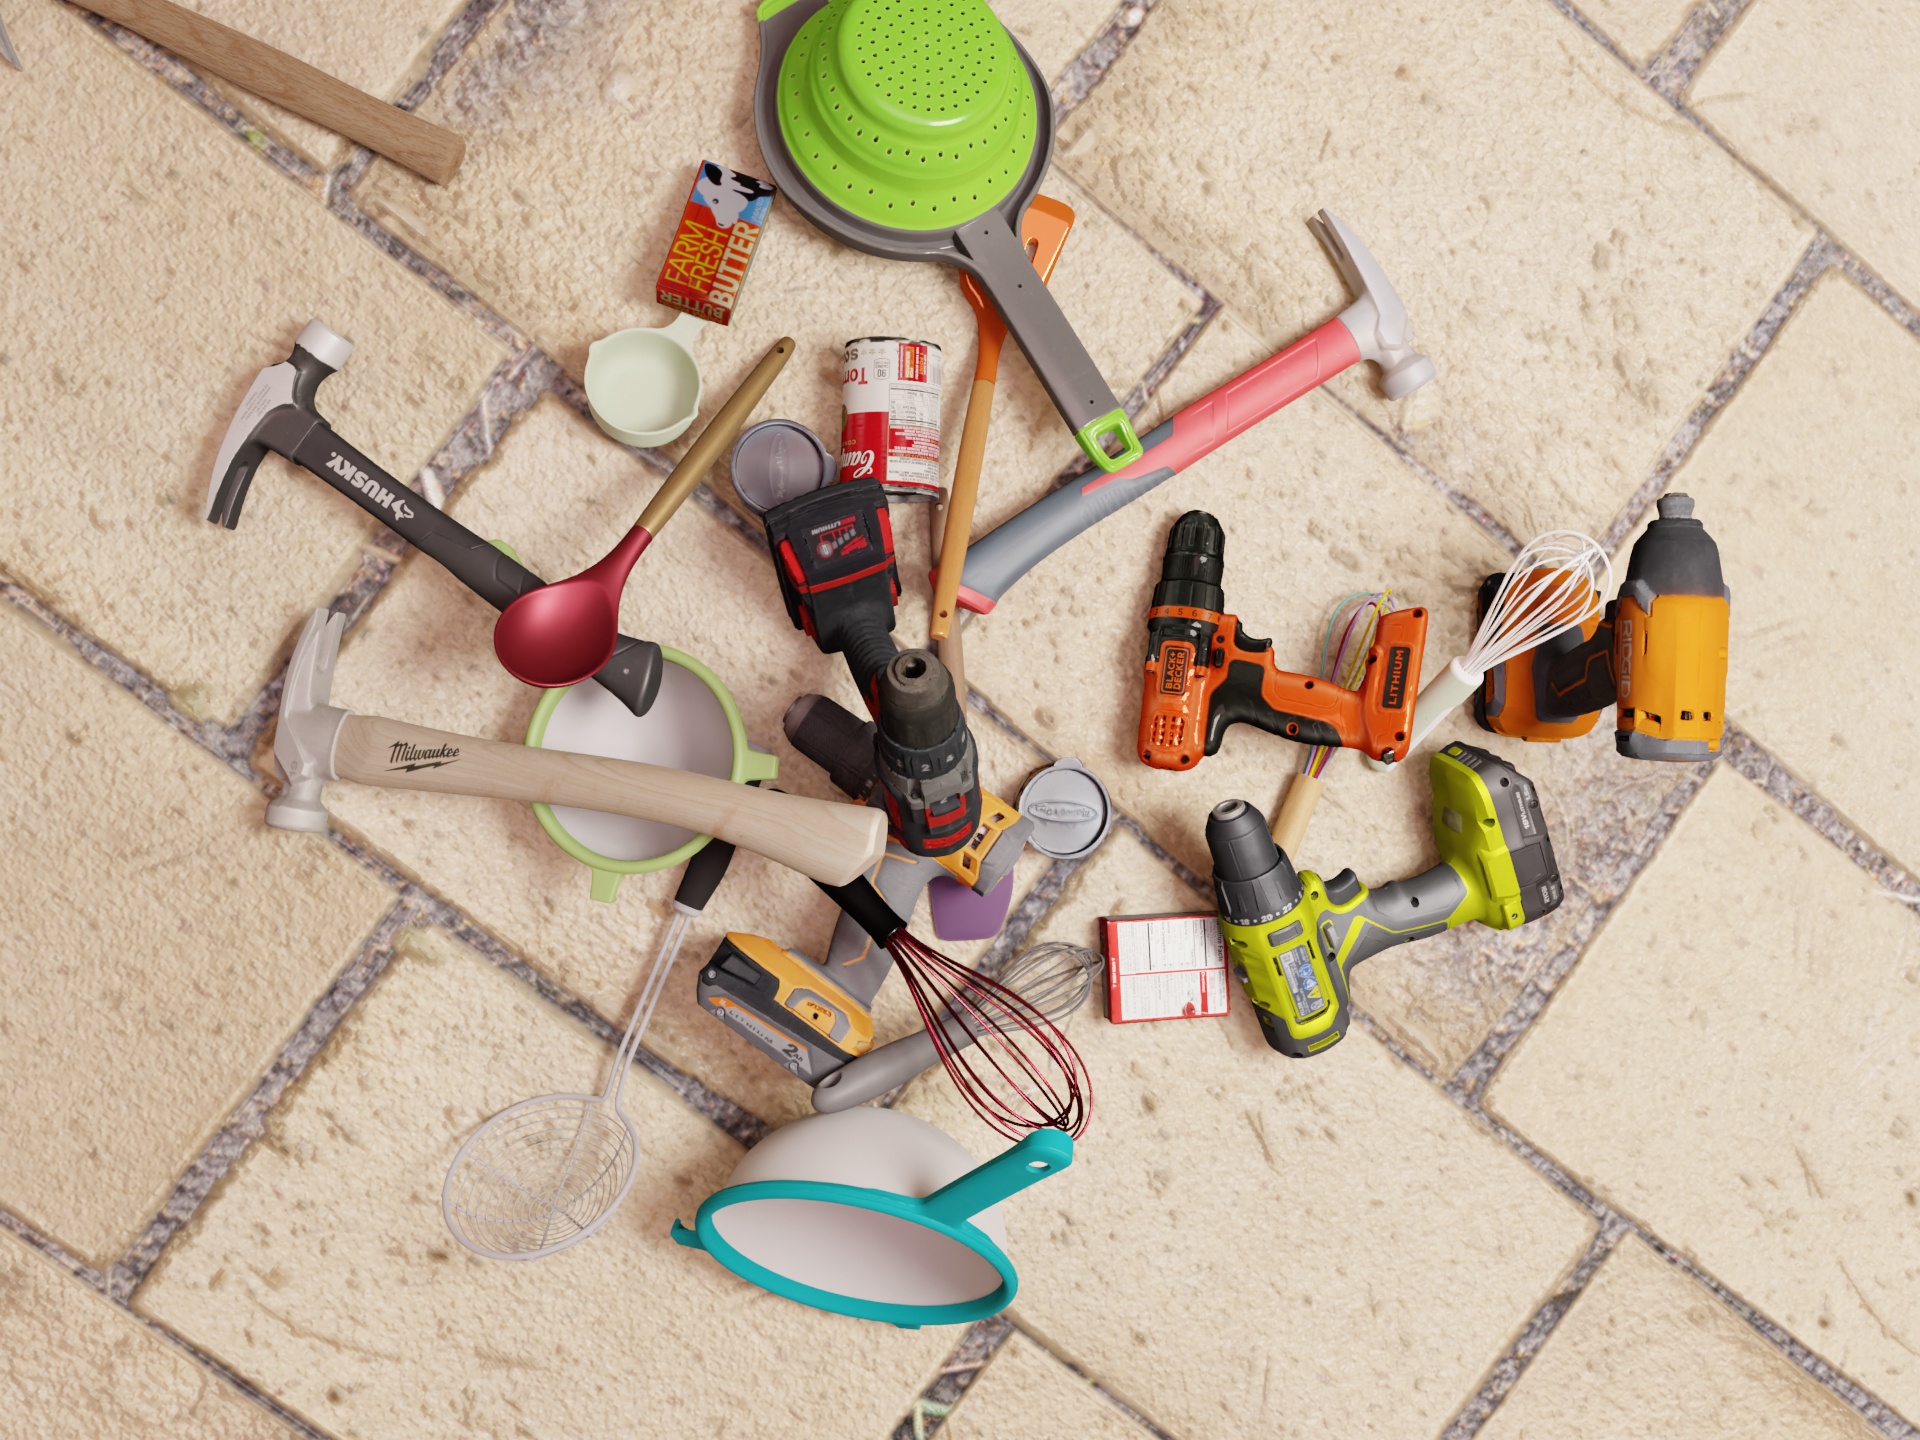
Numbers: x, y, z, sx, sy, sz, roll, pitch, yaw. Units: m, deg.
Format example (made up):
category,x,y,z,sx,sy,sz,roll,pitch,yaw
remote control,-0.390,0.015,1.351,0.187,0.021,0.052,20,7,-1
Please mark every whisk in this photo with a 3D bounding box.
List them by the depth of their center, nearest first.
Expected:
category,x,y,z,sx,sy,sz,roll,pitch,yaw
whisk,-0.029,0.149,0.993,0.073,0.073,0.296,-44,75,-4
whisk,0.001,0.202,1.055,0.239,0.055,0.055,-21,95,-33
whisk,0.343,-0.038,1.058,0.058,0.246,0.059,-31,72,-38
whisk,0.255,0.020,1.127,0.051,0.047,0.245,22,92,-8

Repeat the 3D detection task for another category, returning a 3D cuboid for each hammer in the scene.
category,x,y,z,sx,sy,sz,roll,pitch,yaw
hammer,-0.244,0.029,1.002,0.410,0.038,0.146,9,88,12
hammer,-0.330,-0.108,1.021,0.335,0.035,0.146,36,88,6
hammer,-0.483,-0.433,1.029,0.331,0.031,0.130,25,88,-7
hammer,0.138,-0.202,1.097,0.386,0.038,0.143,-32,93,-8

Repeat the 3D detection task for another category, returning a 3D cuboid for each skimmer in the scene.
category,x,y,z,sx,sy,sz,roll,pitch,yaw
skimmer,-0.221,0.176,1.048,0.127,0.090,0.363,20,85,32

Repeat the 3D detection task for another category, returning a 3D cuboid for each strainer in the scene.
category,x,y,z,sx,sy,sz,roll,pitch,yaw
strainer,-0.028,0.282,0.998,0.211,0.340,0.095,28,48,-18
strainer,-0.237,-0.014,1.063,0.151,0.069,0.256,-38,78,4

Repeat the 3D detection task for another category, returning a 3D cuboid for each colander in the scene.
category,x,y,z,sx,sy,sz,roll,pitch,yaw
colander,0.013,-0.343,1.032,0.204,0.094,0.397,-31,88,-14

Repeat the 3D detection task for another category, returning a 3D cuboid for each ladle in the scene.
category,x,y,z,sx,sy,sz,roll,pitch,yaw
ladle,-0.190,-0.140,1.018,0.069,0.031,0.315,32,63,-1

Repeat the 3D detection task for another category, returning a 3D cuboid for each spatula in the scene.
category,x,y,z,sx,sy,sz,roll,pitch,yaw
spatula,0.013,-0.209,1.069,0.081,0.041,0.323,12,74,-7
spatula,-0.002,-0.004,1.105,0.060,0.018,0.316,-5,93,1

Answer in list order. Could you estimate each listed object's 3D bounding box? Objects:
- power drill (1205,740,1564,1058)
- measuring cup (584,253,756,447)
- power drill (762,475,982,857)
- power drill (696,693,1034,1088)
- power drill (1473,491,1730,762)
category,x,y,z,sx,sy,sz,roll,pitch,yaw
power drill,0.284,0.106,1.097,0.228,0.080,0.190,-25,110,-7
measuring cup,-0.188,-0.255,1.073,0.083,0.038,0.168,34,71,-3
power drill,-0.049,-0.044,0.981,0.080,0.187,0.227,-20,60,-8
power drill,-0.085,0.108,1.066,0.185,0.084,0.226,35,85,5
power drill,0.424,-0.059,1.051,0.084,0.226,0.164,2,91,-7
